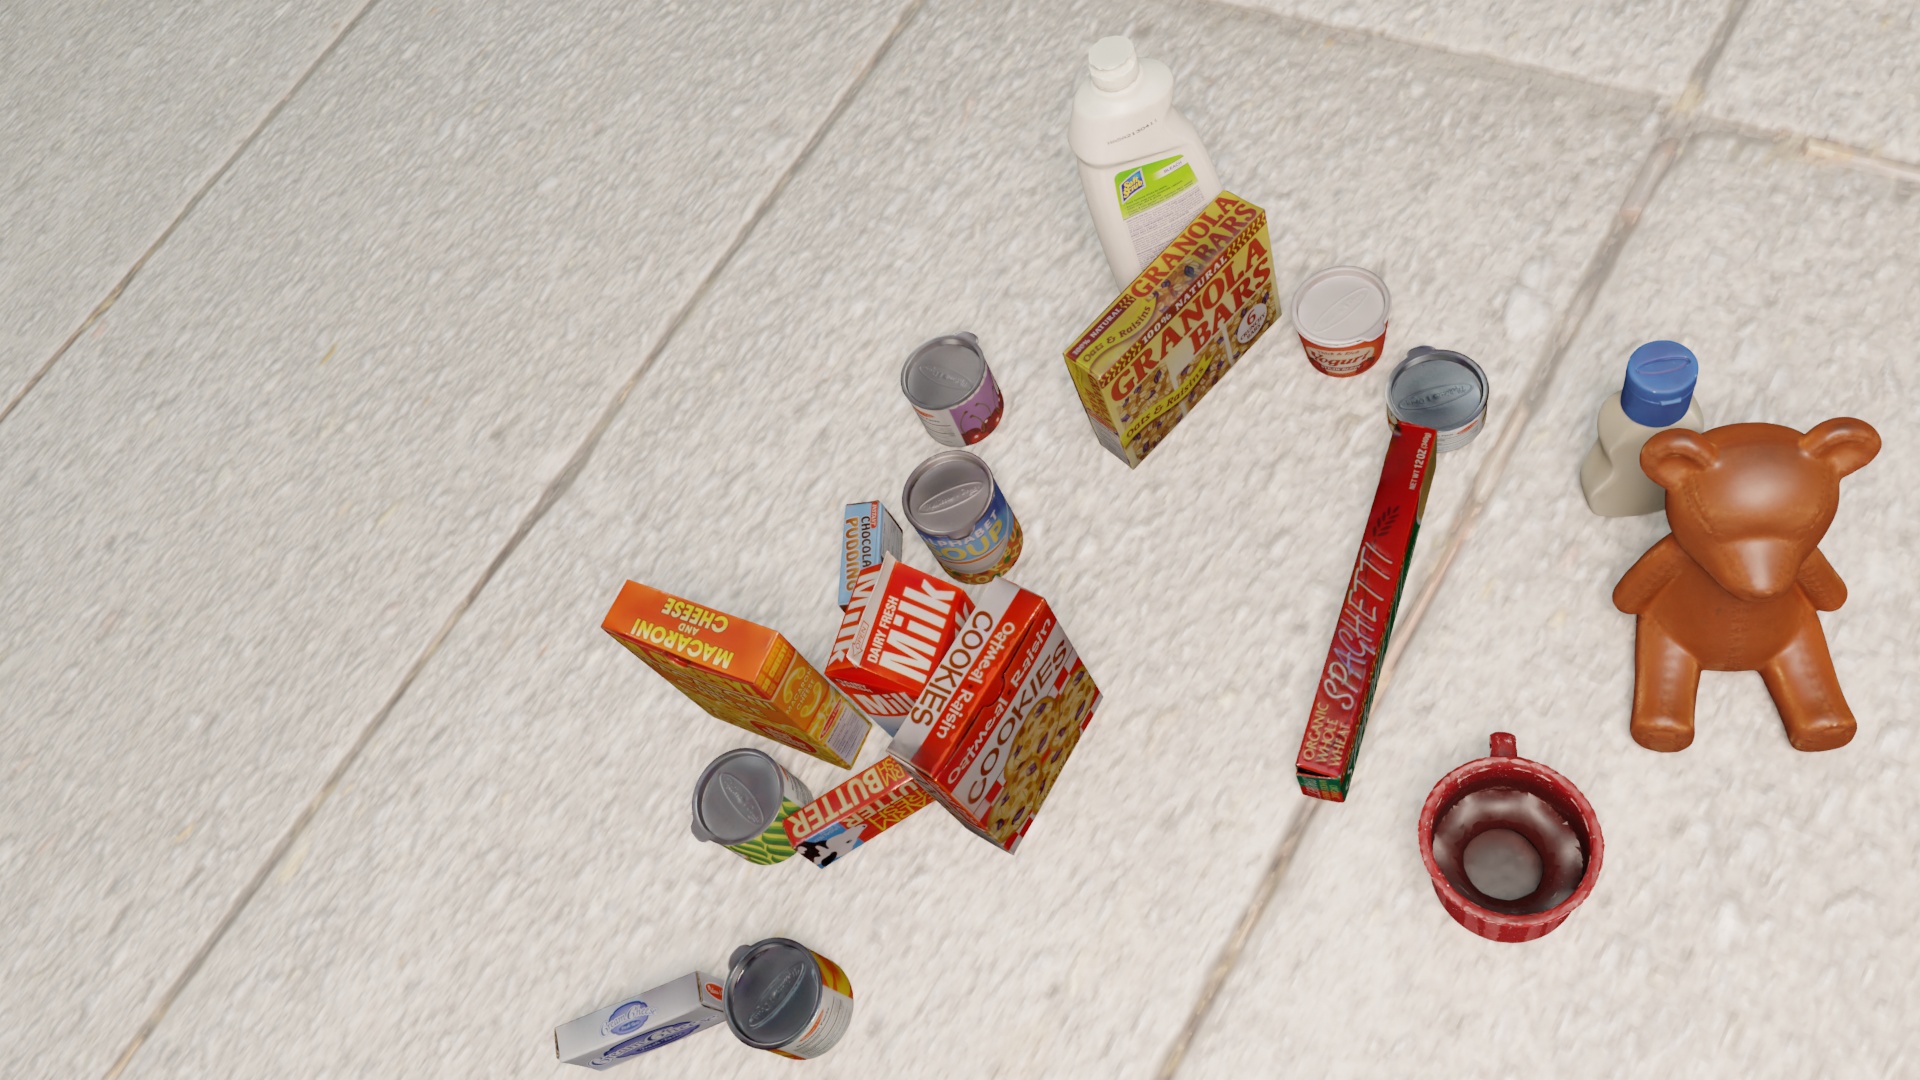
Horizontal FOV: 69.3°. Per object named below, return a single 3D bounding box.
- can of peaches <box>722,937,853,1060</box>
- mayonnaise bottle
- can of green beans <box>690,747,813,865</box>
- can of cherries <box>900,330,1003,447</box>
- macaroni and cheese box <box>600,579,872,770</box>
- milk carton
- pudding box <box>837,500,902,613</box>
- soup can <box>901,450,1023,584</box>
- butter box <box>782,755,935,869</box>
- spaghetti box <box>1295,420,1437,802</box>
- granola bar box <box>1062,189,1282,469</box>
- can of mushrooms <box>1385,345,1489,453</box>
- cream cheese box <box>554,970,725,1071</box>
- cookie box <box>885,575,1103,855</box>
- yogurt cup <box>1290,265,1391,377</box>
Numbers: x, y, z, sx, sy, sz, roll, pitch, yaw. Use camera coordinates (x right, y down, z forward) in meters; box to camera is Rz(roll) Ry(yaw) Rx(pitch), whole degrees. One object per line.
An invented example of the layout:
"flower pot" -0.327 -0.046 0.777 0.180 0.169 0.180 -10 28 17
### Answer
"can of peaches" -0.108 0.286 0.871 0.071 0.058 0.071 -8 61 15
"mayonnaise bottle" 0.411 -0.065 0.831 0.065 0.147 0.041 -11 60 13
"can of green beans" -0.139 0.181 0.938 0.071 0.057 0.071 -8 61 15
"can of cherries" -0.003 -0.114 1.050 0.071 0.058 0.072 -8 61 15
"macaroni and cheese box" -0.145 0.092 0.923 0.124 0.166 0.040 16 70 26
"milk carton" -0.025 0.077 0.877 0.073 0.190 0.072 9 67 23
"pudding box" -0.064 0.019 1.005 0.030 0.049 0.084 -7 61 15
"soup can" 0.003 -0.012 0.978 0.071 0.083 0.071 -8 61 15
"butter box" -0.062 0.175 0.918 0.103 0.053 0.024 -31 58 1
"spaghetti box" 0.260 0.043 0.882 0.029 0.050 0.251 12 68 24
"granola bar box" 0.152 -0.146 0.976 0.166 0.124 0.039 -46 59 -8
"can of mushrooms" 0.323 -0.096 0.945 0.071 0.033 0.071 -8 61 15
"cream cheese box" -0.201 0.310 0.892 0.104 0.053 0.024 -23 58 6
"cookie box" 0.028 0.112 0.854 0.040 0.167 0.123 24 73 28
"yogurt cup" 0.270 -0.152 0.981 0.072 0.053 0.073 -8 61 15
